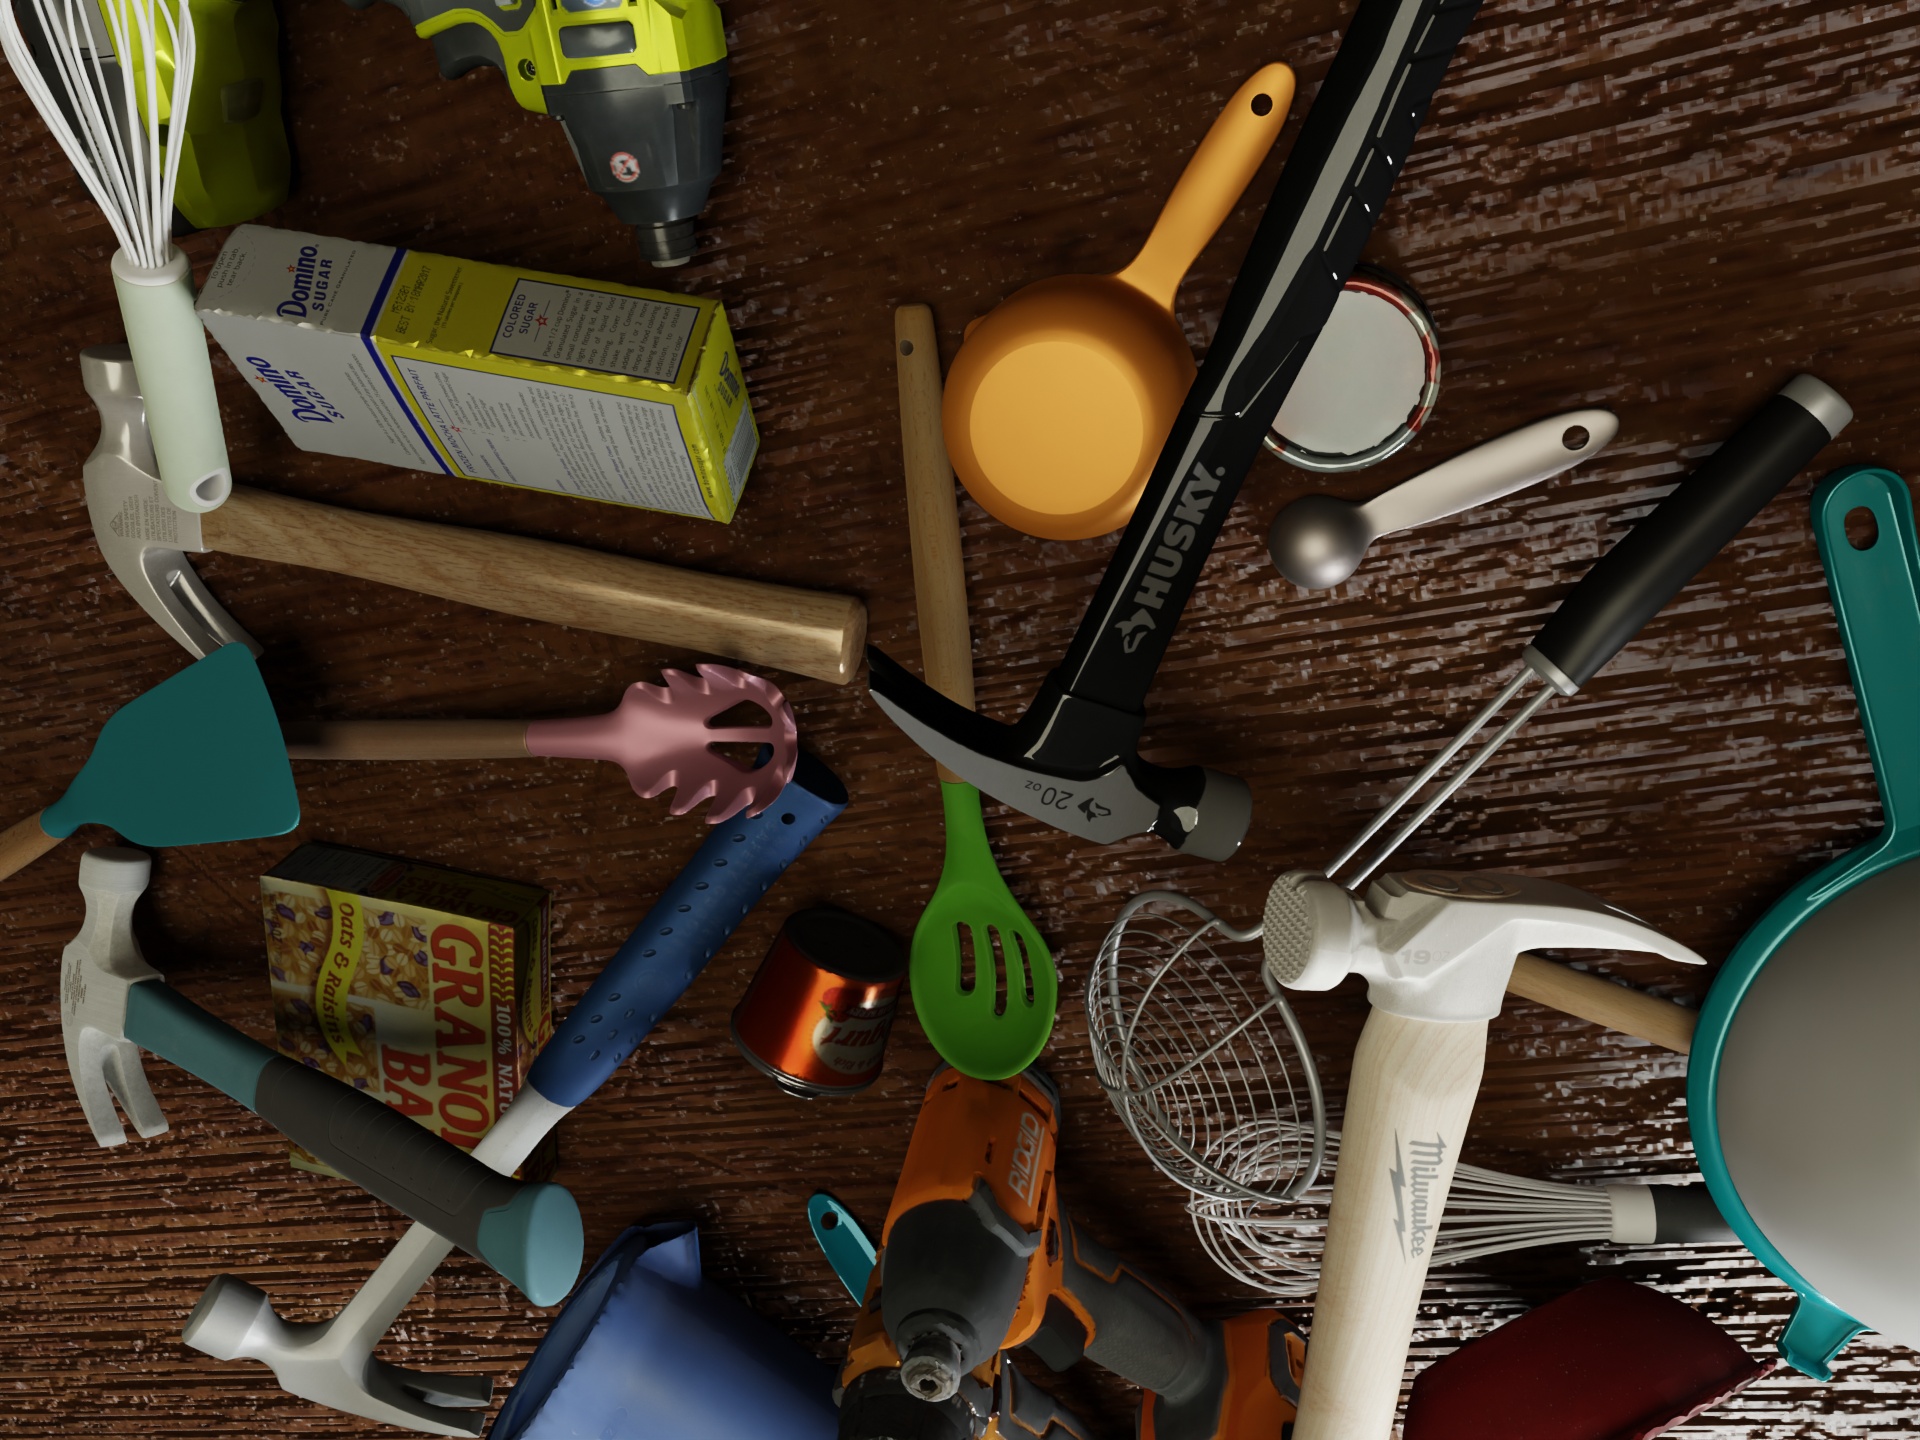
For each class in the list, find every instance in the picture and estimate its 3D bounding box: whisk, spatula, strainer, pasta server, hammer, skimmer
[{"bbox_3d":[-0.275,-0.161,0.535,0.059,0.058,0.246,38,142,16],"label":"whisk"},{"bbox_3d":[-0.411,0.053,0.726,0.317,0.044,0.082,-21,86,36],"label":"spatula"},{"bbox_3d":[0.344,0.083,0.518,0.211,0.095,0.340,-18,102,13],"label":"strainer"},{"bbox_3d":[-0.202,0.008,0.656,0.316,0.040,0.060,0,95,22],"label":"pasta server"},{"bbox_3d":[-0.286,0.161,0.682,0.331,0.033,0.128,16,99,31],"label":"hammer"},{"bbox_3d":[0.084,-0.110,0.494,0.146,0.035,0.334,17,115,-13],"label":"hammer"},{"bbox_3d":[0.233,0.196,0.634,0.284,0.070,0.070,-2,113,11],"label":"whisk"},{"bbox_3d":[-0.200,-0.060,0.643,0.331,0.031,0.130,12,115,9],"label":"hammer"},{"bbox_3d":[-0.181,0.172,0.702,0.144,0.035,0.405,34,108,-19],"label":"hammer"},{"bbox_3d":[0.146,0.249,0.571,0.146,0.038,0.410,4,106,-14],"label":"hammer"},{"bbox_3d":[0.177,0.032,0.579,0.363,0.090,0.127,-48,55,15],"label":"skimmer"}]

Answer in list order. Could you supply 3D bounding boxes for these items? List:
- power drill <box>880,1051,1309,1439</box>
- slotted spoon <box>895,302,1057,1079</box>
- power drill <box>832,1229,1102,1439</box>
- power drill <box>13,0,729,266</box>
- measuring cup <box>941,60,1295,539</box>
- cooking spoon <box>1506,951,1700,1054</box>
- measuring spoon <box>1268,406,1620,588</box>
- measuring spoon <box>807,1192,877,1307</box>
[{"bbox_3d":[0.057,0.258,0.646,0.084,0.164,0.226,-39,101,24],"label":"power drill"},{"bbox_3d":[-0.001,-0.002,0.620,0.070,0.031,0.313,6,114,29],"label":"slotted spoon"},{"bbox_3d":[0.028,0.339,0.679,0.084,0.185,0.226,-31,106,23],"label":"power drill"},{"bbox_3d":[-0.193,-0.236,0.539,0.223,0.080,0.171,-1,118,12],"label":"power drill"},{"bbox_3d":[0.057,-0.137,0.530,0.095,0.052,0.173,33,119,-1],"label":"measuring cup"},{"bbox_3d":[0.312,0.131,0.601,0.319,0.017,0.068,19,105,7],"label":"cooking spoon"},{"bbox_3d":[0.165,-0.077,0.549,0.124,0.018,0.034,-22,106,21],"label":"measuring spoon"},{"bbox_3d":[-0.037,0.278,0.760,0.042,0.021,0.128,-33,95,-14],"label":"measuring spoon"}]
